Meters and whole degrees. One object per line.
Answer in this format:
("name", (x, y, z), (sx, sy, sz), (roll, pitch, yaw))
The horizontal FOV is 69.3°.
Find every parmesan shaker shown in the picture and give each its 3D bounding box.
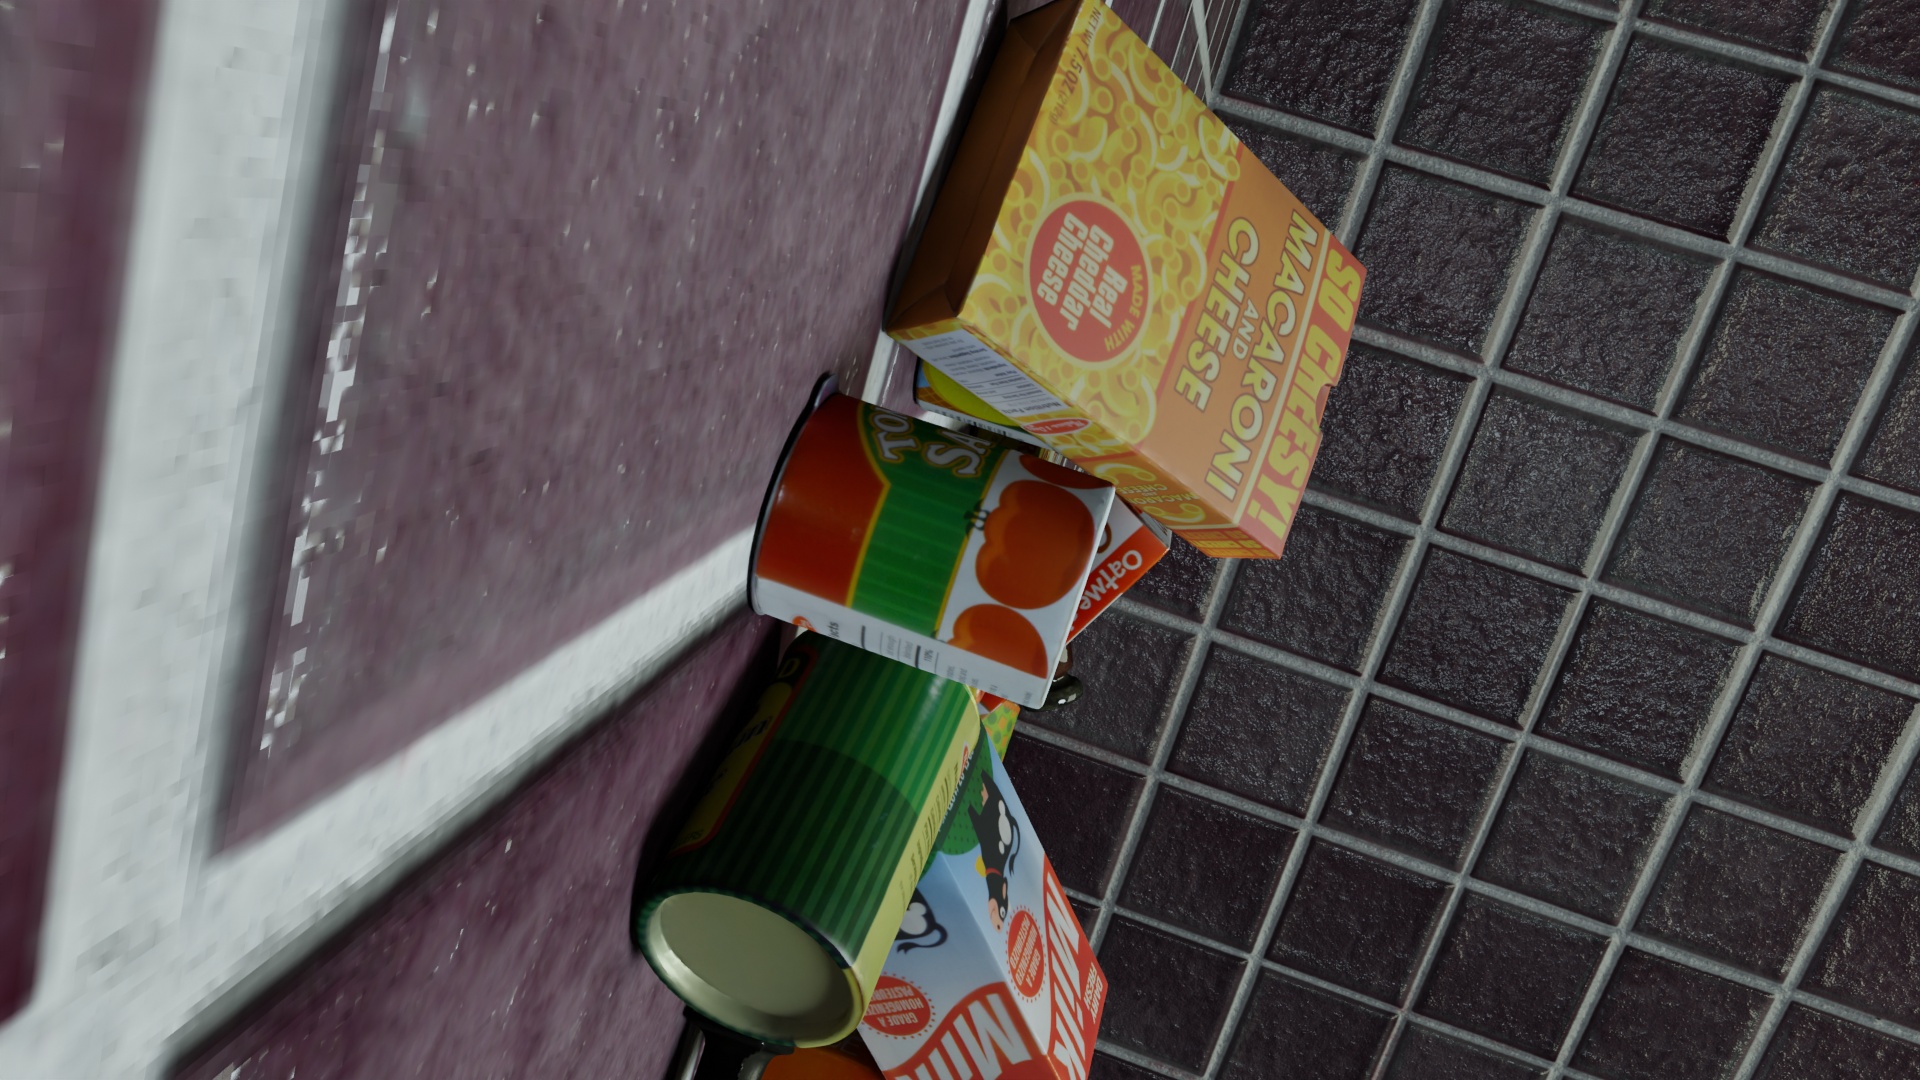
("parmesan shaker", (-0.040, 0.078, 0.393), (0.103, 0.071, 0.071), (-63, 170, -50))

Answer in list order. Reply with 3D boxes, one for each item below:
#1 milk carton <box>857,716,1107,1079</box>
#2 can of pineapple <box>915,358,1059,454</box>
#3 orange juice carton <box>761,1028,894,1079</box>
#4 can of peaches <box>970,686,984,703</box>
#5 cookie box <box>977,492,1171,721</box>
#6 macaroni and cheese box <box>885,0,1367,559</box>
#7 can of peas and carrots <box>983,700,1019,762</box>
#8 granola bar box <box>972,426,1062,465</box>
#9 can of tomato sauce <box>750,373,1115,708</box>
("milk carton", (0.002, 0.167, 0.548), (0.190, 0.073, 0.073), (65, 25, -22))
("can of pineapple", (0.021, -0.074, 0.521), (0.071, 0.058, 0.071), (14, 94, -84))
("orange juice carton", (-0.079, 0.262, 0.560), (0.072, 0.072, 0.193), (99, 12, -61))
("can of peaches", (-0.010, 0.026, 0.544), (0.071, 0.058, 0.071), (15, 93, -84))
("cookie box", (0.026, 0.038, 0.651), (0.167, 0.040, 0.123), (-43, 179, 11))
("macaroni and cheese box", (0.066, -0.083, 0.475), (0.040, 0.166, 0.124), (-1, -116, 51))
("can of peas and carrots", (-0.006, 0.114, 0.817), (0.071, 0.071, 0.059), (81, 28, -77))
("granola bar box", (0.037, -0.059, 0.798), (0.166, 0.039, 0.123), (-63, 170, -54))
("can of tomato sauce", (-0.006, 0.000, 0.382), (0.071, 0.083, 0.071), (15, 94, -84))
